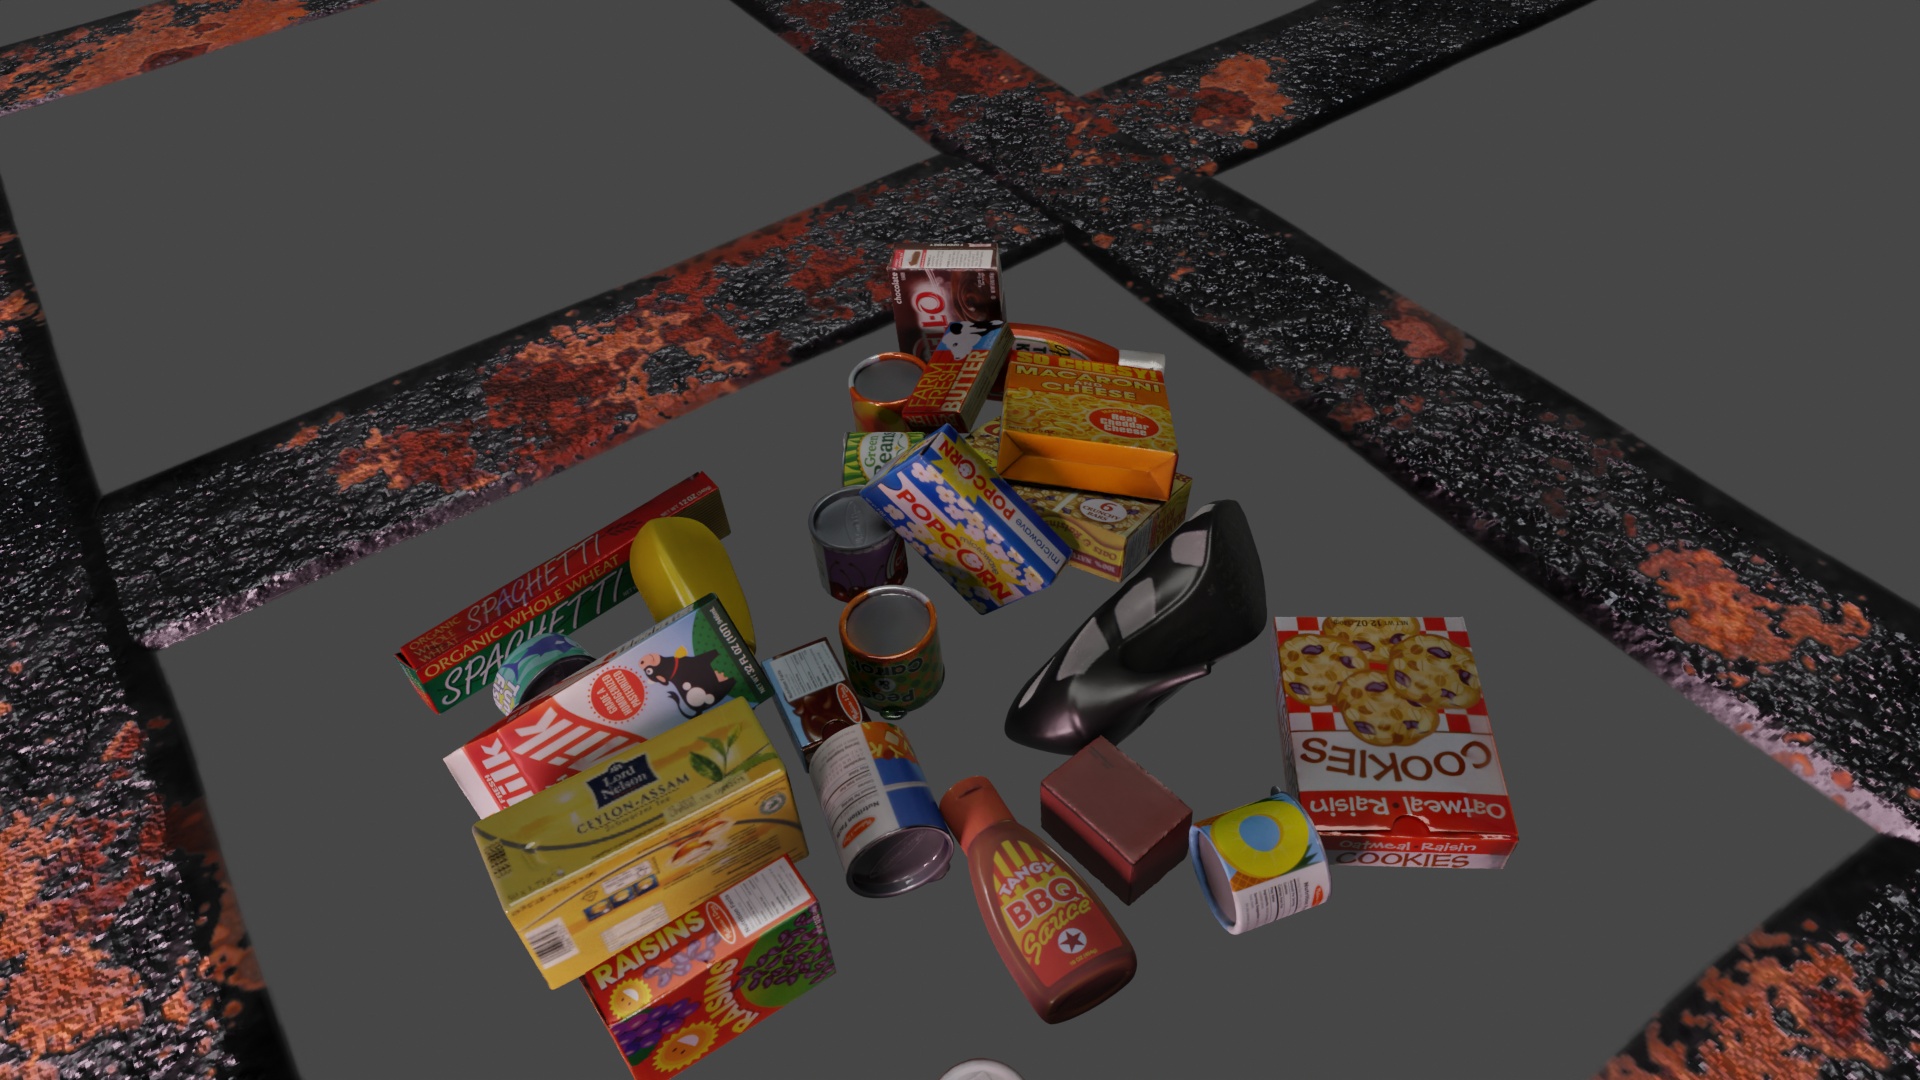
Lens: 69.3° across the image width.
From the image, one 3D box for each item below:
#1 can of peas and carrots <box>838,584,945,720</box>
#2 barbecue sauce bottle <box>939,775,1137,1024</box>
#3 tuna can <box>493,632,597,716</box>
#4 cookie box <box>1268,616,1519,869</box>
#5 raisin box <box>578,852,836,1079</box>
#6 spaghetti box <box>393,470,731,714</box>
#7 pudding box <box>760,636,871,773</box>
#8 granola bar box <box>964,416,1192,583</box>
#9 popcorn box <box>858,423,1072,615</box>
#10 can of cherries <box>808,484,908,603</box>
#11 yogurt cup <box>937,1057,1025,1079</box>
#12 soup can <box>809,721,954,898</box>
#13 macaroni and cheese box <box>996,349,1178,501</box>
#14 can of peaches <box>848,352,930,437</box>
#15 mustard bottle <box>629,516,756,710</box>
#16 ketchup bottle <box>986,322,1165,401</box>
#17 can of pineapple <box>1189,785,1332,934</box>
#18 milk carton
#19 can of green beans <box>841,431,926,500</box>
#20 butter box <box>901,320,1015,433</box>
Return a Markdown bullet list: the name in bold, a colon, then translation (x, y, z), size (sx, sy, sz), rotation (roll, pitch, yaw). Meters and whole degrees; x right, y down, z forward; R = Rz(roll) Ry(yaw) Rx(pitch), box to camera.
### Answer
- **can of peas and carrots**: translation (-0.046, 0.074, 0.925), size (0.071, 0.058, 0.071), rotation (-3, 45, 3)
- **barbecue sauce bottle**: translation (0.037, 0.201, 0.802), size (0.065, 0.043, 0.149), rotation (-23, 48, -17)
- **tuna can**: translation (-0.274, 0.097, 0.916), size (0.033, 0.070, 0.071), rotation (32, 56, 33)
- **cookie box**: translation (0.263, 0.121, 0.863), size (0.123, 0.040, 0.168), rotation (0, 46, 5)
- **raisin box**: translation (-0.134, 0.235, 0.755), size (0.124, 0.085, 0.040), rotation (-28, 51, -21)
- **spaghetti box**: translation (-0.276, 0.034, 0.991), size (0.251, 0.050, 0.029), rotation (-34, 51, -25)
- **pudding box**: translation (-0.095, 0.108, 0.916), size (0.050, 0.030, 0.084), rotation (-20, 47, -16)
- **granola bar box**: translation (0.069, -0.035, 1.008), size (0.166, 0.038, 0.125), rotation (20, 30, 23)
- **popcorn box**: translation (0.003, -0.012, 0.944), size (0.126, 0.085, 0.038), rotation (45, 56, -12)
- **can of cherries**: translation (-0.070, 0.003, 0.997), size (0.071, 0.058, 0.072), rotation (-3, 44, 3)
- **yogurt cup**: translation (0.012, 0.299, 0.701), size (0.072, 0.053, 0.073), rotation (-3, 45, 3)
- **soup can**: translation (-0.047, 0.162, 0.836), size (0.071, 0.071, 0.084), rotation (-17, 46, -11)
- **macaroni and cheese box**: translation (0.091, -0.088, 1.028), size (0.124, 0.040, 0.167), rotation (8, 27, 0)
- **can of peaches**: translation (-0.052, -0.107, 1.104), size (0.071, 0.057, 0.071), rotation (-3, 45, 3)
- **mustard bottle**: translation (-0.176, 0.055, 0.954), size (0.065, 0.048, 0.161), rotation (5, 44, -44)
- **ketchup bottle**: translation (0.089, -0.140, 1.123), size (0.149, 0.064, 0.044), rotation (5, 18, 1)
- **can of pineapple**: translation (0.169, 0.183, 0.793), size (0.058, 0.070, 0.071), rotation (-17, 46, -10)
- **milk carton**: translation (-0.216, 0.112, 0.859), size (0.191, 0.072, 0.073), rotation (-31, 7, -10)
- **can of green beans**: translation (-0.055, -0.049, 1.041), size (0.058, 0.071, 0.071), rotation (0, 46, 5)
- **butter box**: translation (-0.001, -0.126, 1.063), size (0.053, 0.024, 0.104), rotation (3, 52, 32)
